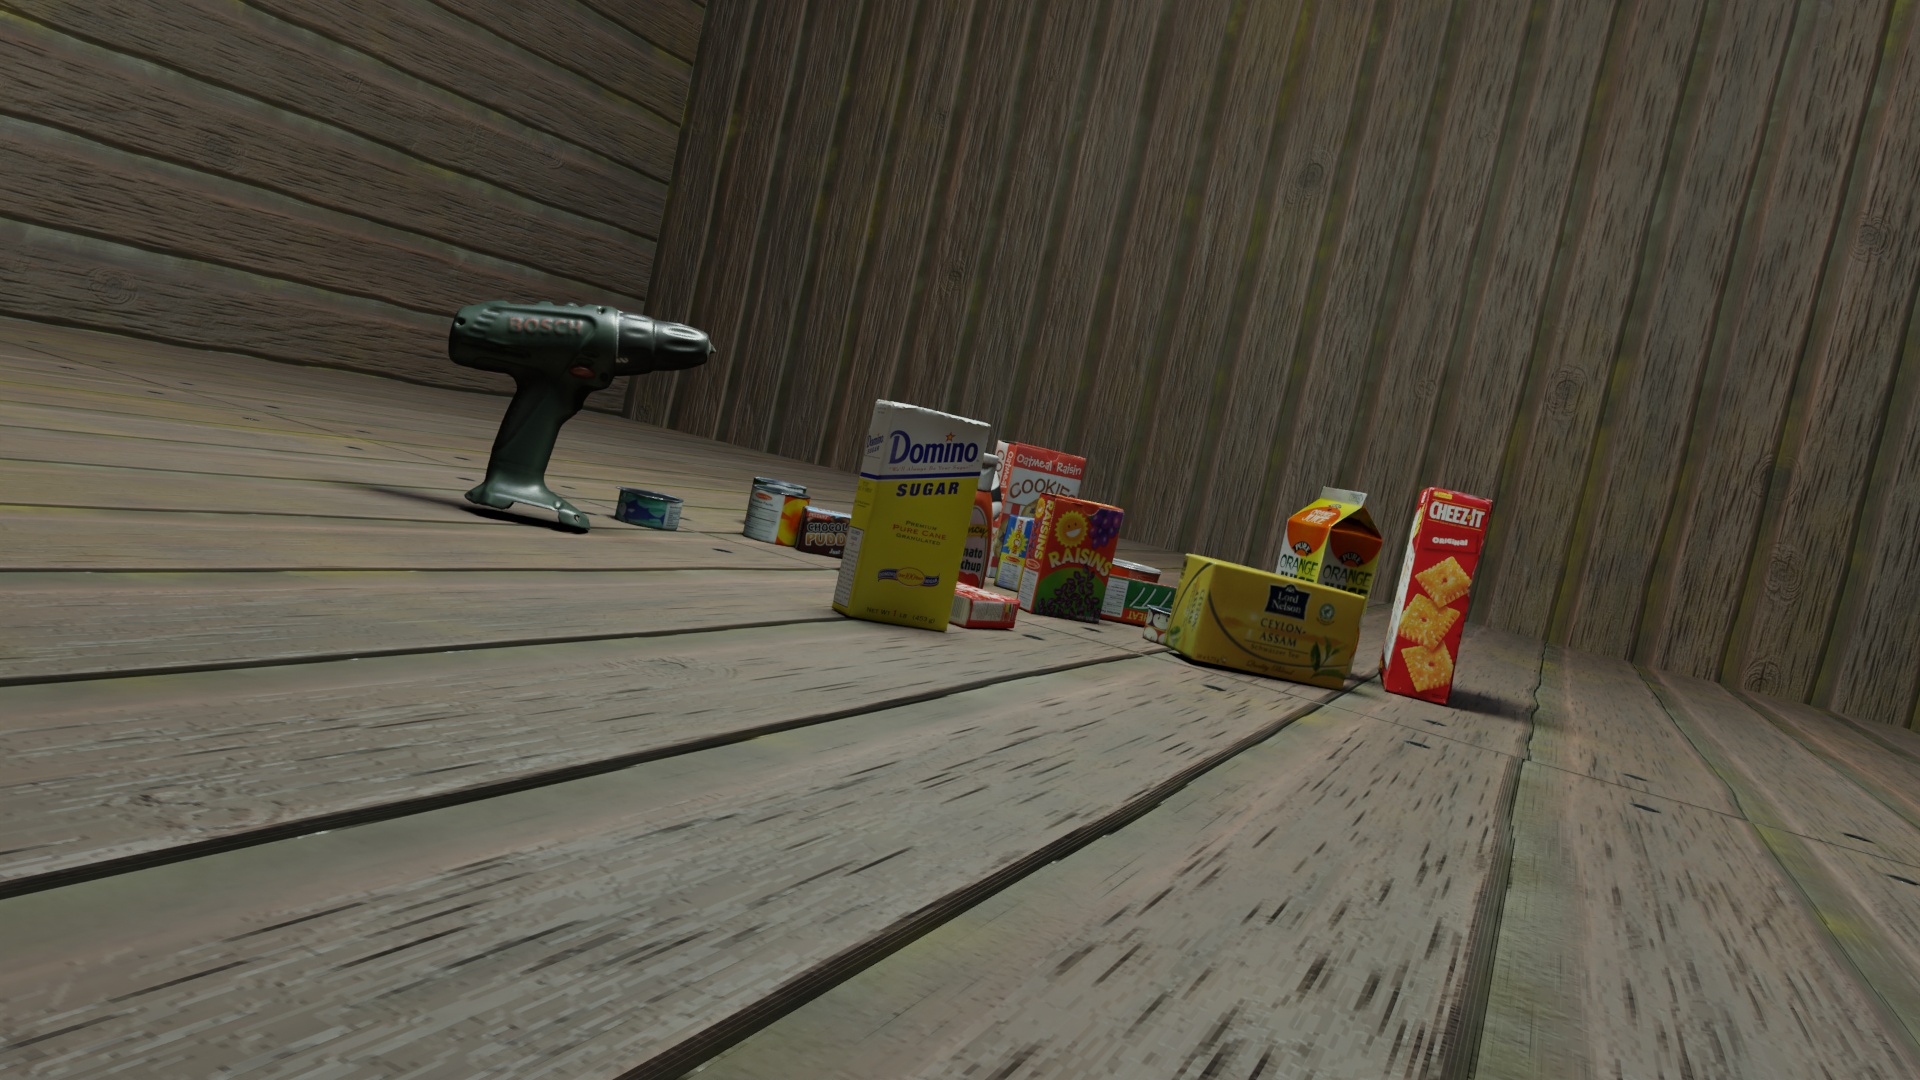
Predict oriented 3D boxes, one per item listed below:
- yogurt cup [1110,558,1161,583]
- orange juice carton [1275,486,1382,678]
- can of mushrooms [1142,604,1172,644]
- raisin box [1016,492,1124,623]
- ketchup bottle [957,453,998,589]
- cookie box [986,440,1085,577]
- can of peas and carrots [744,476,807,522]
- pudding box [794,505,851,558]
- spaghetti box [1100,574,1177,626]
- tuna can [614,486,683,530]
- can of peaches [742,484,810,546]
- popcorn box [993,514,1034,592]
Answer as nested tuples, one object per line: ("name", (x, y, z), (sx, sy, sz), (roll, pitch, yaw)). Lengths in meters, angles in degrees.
("yogurt cup", (0.205, 0.055, 1.687), (0.072, 0.054, 0.072), (12, 4, -1))
("orange juice carton", (0.381, 0.040, 1.457), (0.073, 0.192, 0.072), (11, 4, -24))
("can of mushrooms", (0.219, 0.089, 1.413), (0.071, 0.033, 0.071), (12, 4, -1))
("raisin box", (0.112, 0.018, 1.434), (0.086, 0.123, 0.040), (11, 4, -26))
("ketchup bottle", (0.005, -0.018, 1.422), (0.065, 0.148, 0.043), (11, 4, -21))
("cookie box", (0.085, -0.033, 1.725), (0.123, 0.167, 0.040), (9, 5, -41))
("can of peas and carrots", (-0.224, -0.043, 1.684), (0.071, 0.058, 0.071), (12, 4, -1))
("pudding box", (-0.136, -0.007, 1.532), (0.084, 0.049, 0.030), (11, 4, -17))
("spaghetti box", (0.199, 0.069, 1.516), (0.250, 0.050, 0.029), (11, 4, -15))
("tuna can", (-0.326, -0.033, 1.444), (0.071, 0.033, 0.071), (12, 4, -1))
("can of peaches", (-0.204, -0.028, 1.552), (0.071, 0.058, 0.071), (12, 4, -1))
("popcorn box", (0.094, 0.018, 1.638), (0.038, 0.085, 0.127), (15, 5, 32))
